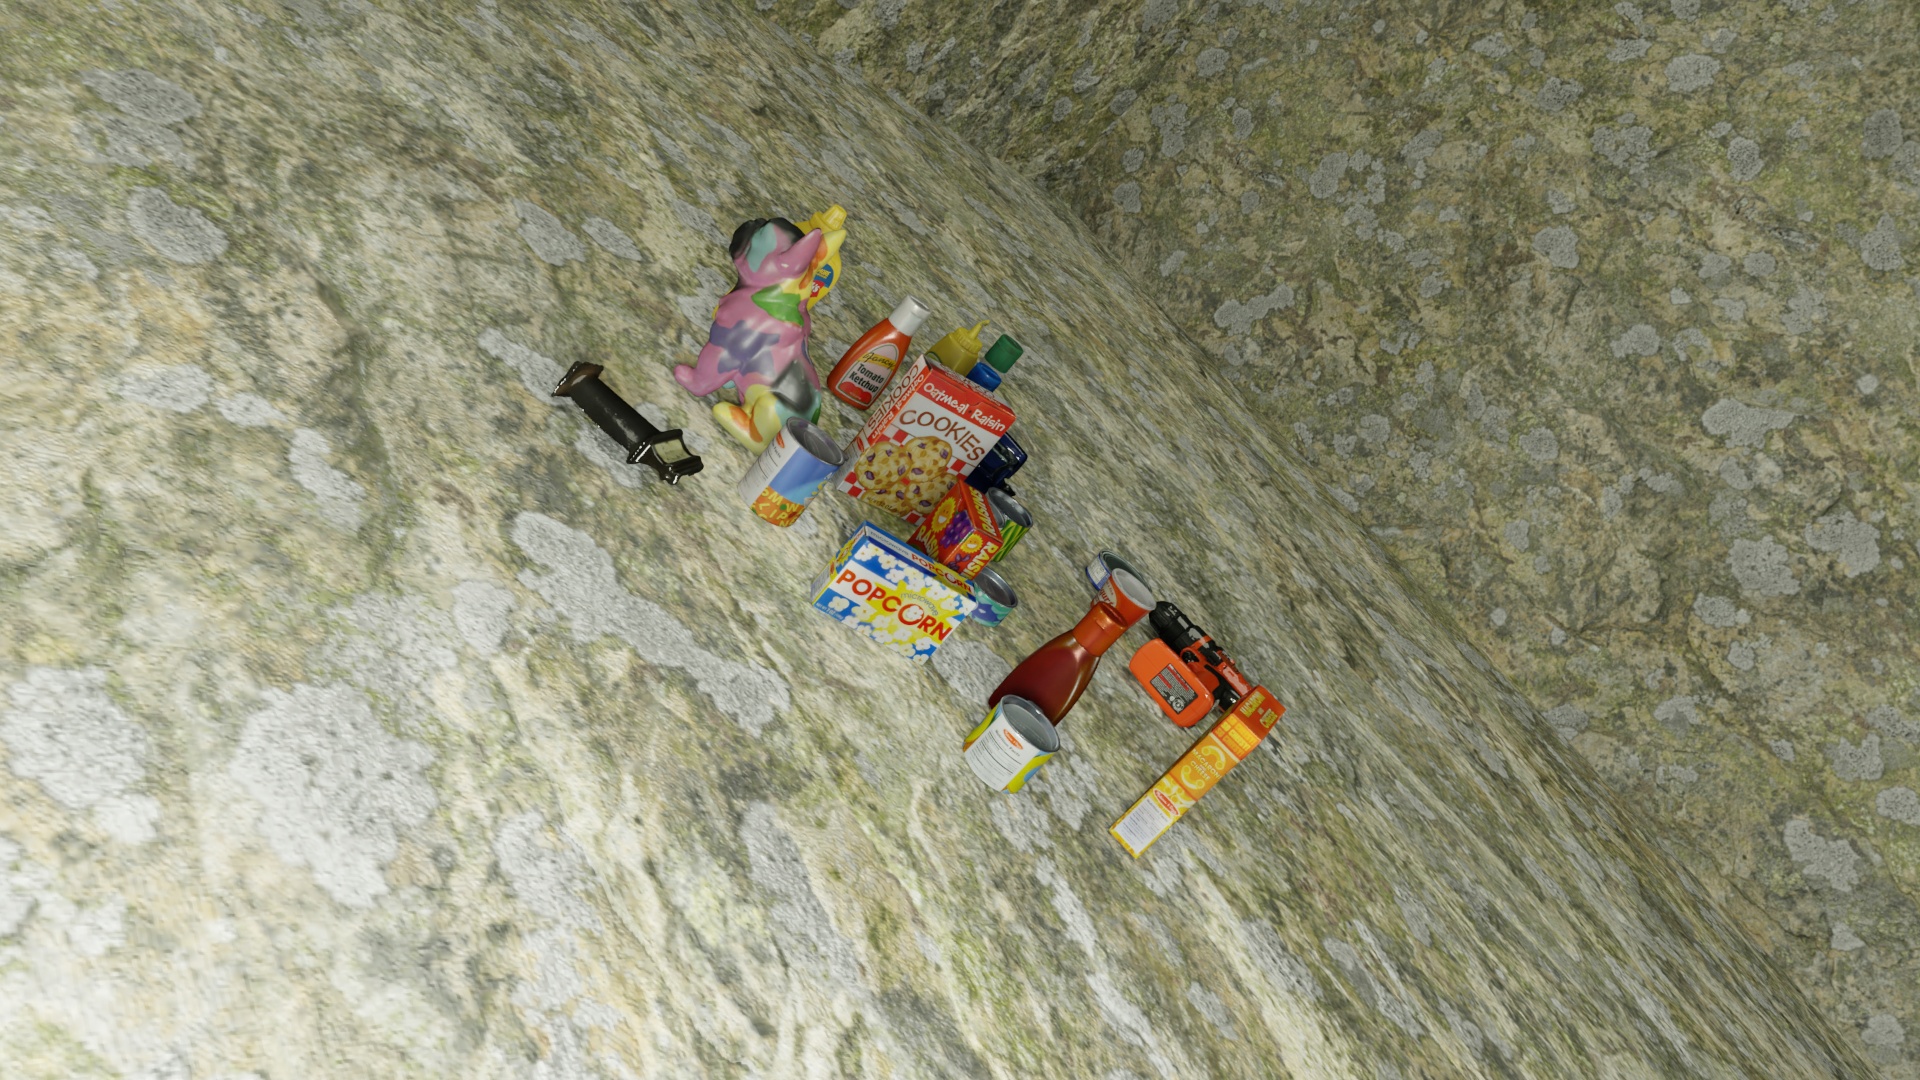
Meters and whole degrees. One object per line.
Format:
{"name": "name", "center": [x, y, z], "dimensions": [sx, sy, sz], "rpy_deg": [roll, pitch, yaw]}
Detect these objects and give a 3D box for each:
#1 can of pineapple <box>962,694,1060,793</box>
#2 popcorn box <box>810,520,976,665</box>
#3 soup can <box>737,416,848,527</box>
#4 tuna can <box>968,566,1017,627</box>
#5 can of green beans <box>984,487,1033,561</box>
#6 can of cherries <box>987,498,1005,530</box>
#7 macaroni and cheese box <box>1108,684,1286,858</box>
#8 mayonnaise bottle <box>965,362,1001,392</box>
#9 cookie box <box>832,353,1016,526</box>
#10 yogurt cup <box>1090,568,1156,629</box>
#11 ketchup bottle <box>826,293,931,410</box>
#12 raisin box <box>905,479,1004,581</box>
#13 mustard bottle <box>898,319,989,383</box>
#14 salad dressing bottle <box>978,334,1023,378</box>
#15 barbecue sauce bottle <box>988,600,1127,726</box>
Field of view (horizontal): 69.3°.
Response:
{"name": "can of pineapple", "center": [0.045, 0.178, 1.212], "dimensions": [0.071, 0.057, 0.071], "rpy_deg": [35, 21, -16]}
{"name": "popcorn box", "center": [-0.060, 0.048, 1.252], "dimensions": [0.126, 0.085, 0.038], "rpy_deg": [31, 23, -24]}
{"name": "soup can", "center": [-0.157, -0.063, 1.308], "dimensions": [0.071, 0.083, 0.071], "rpy_deg": [35, 21, -16]}
{"name": "tuna can", "center": [0.023, 0.056, 1.452], "dimensions": [0.071, 0.032, 0.071], "rpy_deg": [35, 22, -16]}
{"name": "can of green beans", "center": [0.040, -0.018, 1.594], "dimensions": [0.071, 0.057, 0.071], "rpy_deg": [35, 21, -16]}
{"name": "can of cherries", "center": [0.005, -0.019, 1.537], "dimensions": [0.071, 0.058, 0.072], "rpy_deg": [35, 21, -16]}
{"name": "macaroni and cheese box", "center": [0.222, 0.212, 1.294], "dimensions": [0.040, 0.166, 0.124], "rpy_deg": [45, 21, 12]}
{"name": "mayonnaise bottle", "center": [-0.011, -0.143, 1.628], "dimensions": [0.064, 0.147, 0.041], "rpy_deg": [29, 23, -28]}
{"name": "cookie box", "center": [-0.039, -0.102, 1.472], "dimensions": [0.123, 0.167, 0.040], "rpy_deg": [25, 25, -36]}
{"name": "yogurt cup", "center": [0.194, 0.075, 1.679], "dimensions": [0.072, 0.053, 0.073], "rpy_deg": [35, 21, -16]}
{"name": "ketchup bottle", "center": [-0.094, -0.227, 1.655], "dimensions": [0.064, 0.148, 0.044], "rpy_deg": [29, 23, -29]}
{"name": "raisin box", "center": [-0.018, 0.014, 1.339], "dimensions": [0.040, 0.123, 0.086], "rpy_deg": [30, 23, -28]}
{"name": "mustard bottle", "center": [-0.018, -0.222, 1.758], "dimensions": [0.049, 0.159, 0.065], "rpy_deg": [13, 34, -52]}
{"name": "salad dressing bottle", "center": [0.023, -0.201, 1.806], "dimensions": [0.044, 0.147, 0.064], "rpy_deg": [24, 26, -38]}
{"name": "barbecue sauce bottle", "center": [0.094, 0.119, 1.285], "dimensions": [0.065, 0.148, 0.044], "rpy_deg": [46, 21, 15]}
